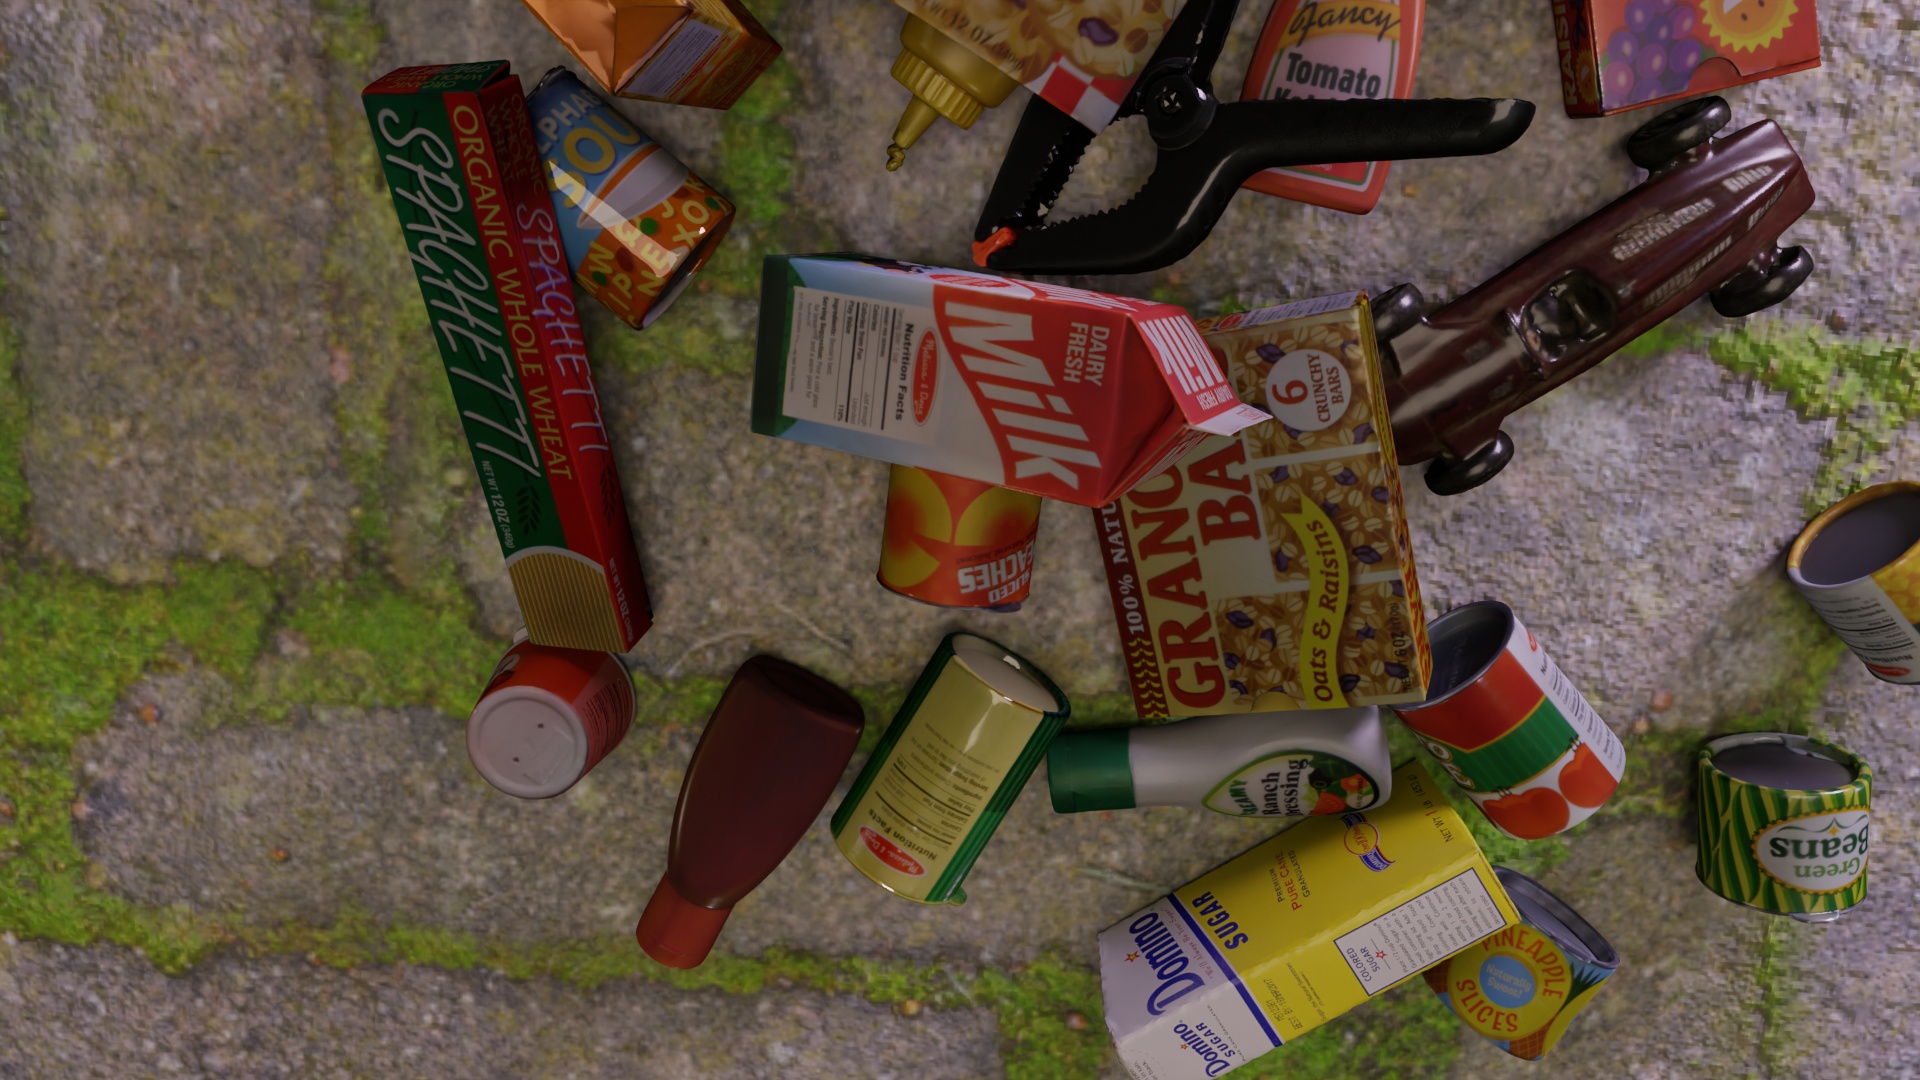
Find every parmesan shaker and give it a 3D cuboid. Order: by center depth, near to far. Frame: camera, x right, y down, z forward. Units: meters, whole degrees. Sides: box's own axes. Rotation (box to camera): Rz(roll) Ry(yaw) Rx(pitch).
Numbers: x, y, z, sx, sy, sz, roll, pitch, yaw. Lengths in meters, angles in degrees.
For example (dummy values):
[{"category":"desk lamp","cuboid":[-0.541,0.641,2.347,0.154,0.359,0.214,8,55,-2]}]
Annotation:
[{"category":"parmesan shaker","cuboid":[-0.002,0.101,0.616,0.071,0.071,0.103,30,103,-6]}]

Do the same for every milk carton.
[{"category":"milk carton","cuboid":[0.020,-0.063,0.537,0.191,0.072,0.073,14,106,22]}]

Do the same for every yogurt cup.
[{"category":"yogurt cup","cuboid":[-0.186,0.080,0.623,0.072,0.054,0.072,0,106,1]}]

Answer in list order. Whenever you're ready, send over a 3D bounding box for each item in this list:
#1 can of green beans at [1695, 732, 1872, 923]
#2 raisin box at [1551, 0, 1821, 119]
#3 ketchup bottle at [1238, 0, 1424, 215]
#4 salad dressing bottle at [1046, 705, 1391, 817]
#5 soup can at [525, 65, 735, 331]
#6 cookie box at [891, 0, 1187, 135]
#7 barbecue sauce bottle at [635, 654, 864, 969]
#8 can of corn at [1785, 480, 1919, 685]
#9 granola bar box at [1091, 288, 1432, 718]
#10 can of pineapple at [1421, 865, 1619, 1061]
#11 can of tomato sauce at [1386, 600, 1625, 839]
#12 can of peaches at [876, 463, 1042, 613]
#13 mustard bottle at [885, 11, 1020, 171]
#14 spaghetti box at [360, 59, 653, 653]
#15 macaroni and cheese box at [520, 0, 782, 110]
[{"category":"can of green beans","cuboid":[0.361,0.123,0.611,0.071,0.071,0.057,-6,104,3]},{"category":"raisin box","cuboid":[0.275,-0.234,0.535,0.086,0.040,0.123,-13,105,4]},{"category":"ketchup bottle","cuboid":[0.152,-0.207,0.543,0.065,0.044,0.148,15,104,7]},{"category":"salad dressing bottle","cuboid":[0.114,0.099,0.621,0.148,0.044,0.064,-5,137,9]},{"category":"soup can","cuboid":[-0.142,-0.136,0.557,0.084,0.071,0.071,38,103,-8]},{"category":"cookie box","cuboid":[0.043,-0.247,0.478,0.123,0.040,0.166,30,111,-10]},{"category":"barbecue sauce bottle","cuboid":[-0.103,0.129,0.639,0.065,0.044,0.148,28,104,-5]},{"category":"can of corn","cuboid":[0.396,0.015,0.583,0.058,0.071,0.071,44,102,-9]},{"category":"granola bar box","cuboid":[0.119,-0.010,0.578,0.124,0.039,0.165,-8,105,25]},{"category":"can of pineapple","cuboid":[0.252,0.192,0.631,0.071,0.071,0.057,30,104,-6]},{"category":"can of tomato sauce","cuboid":[0.234,0.079,0.604,0.071,0.071,0.083,-41,101,11]},{"category":"can of peaches","cuboid":[0.002,-0.007,0.586,0.071,0.071,0.058,7,104,0]},{"category":"mustard bottle","cuboid":[0.015,-0.214,0.543,0.065,0.049,0.160,36,104,-6]},{"category":"spaghetti box","cuboid":[-0.175,-0.062,0.557,0.050,0.029,0.248,4,123,15]},{"category":"macaroni and cheese box","cuboid":[-0.131,-0.211,0.487,0.040,0.167,0.123,-42,100,12]}]
